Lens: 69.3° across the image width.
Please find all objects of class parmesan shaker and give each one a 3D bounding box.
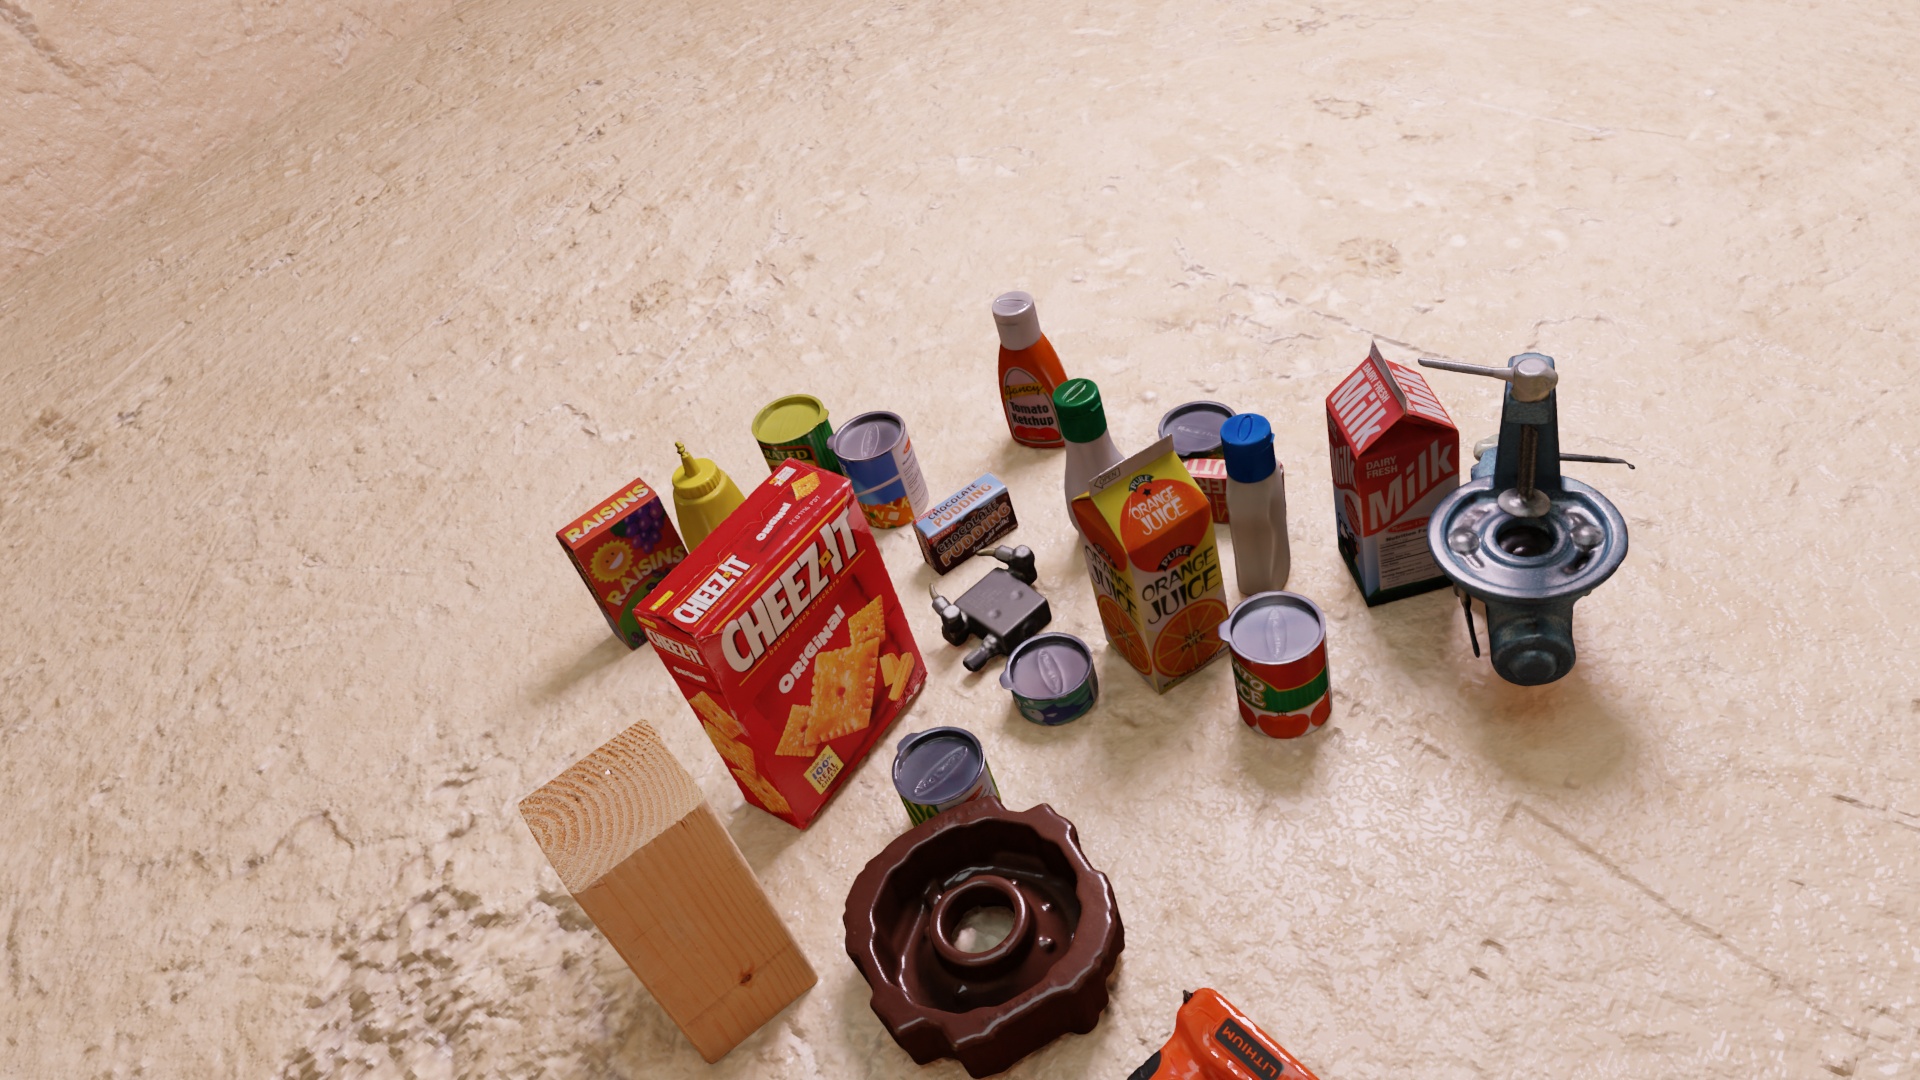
[{"bbox_3d":[-0.136,-0.071,1.241,0.071,0.102,0.072,-10,42,9],"label":"parmesan shaker"}]

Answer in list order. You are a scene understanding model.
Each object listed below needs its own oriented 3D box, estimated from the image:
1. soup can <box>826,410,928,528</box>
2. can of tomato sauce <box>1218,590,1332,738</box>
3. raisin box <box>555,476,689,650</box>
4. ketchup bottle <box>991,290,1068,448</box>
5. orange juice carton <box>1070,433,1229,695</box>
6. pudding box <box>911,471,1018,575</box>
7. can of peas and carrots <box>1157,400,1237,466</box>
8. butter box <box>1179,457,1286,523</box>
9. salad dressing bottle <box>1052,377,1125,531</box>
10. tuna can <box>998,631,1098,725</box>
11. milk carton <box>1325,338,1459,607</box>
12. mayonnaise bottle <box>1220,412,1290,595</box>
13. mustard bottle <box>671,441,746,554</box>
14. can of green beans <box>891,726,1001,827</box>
[{"bbox_3d":[-0.072,-0.062,1.223,0.071,0.083,0.072,-10,42,9],"label":"soup can"},{"bbox_3d":[0.219,0.087,0.959,0.071,0.082,0.071,-10,42,9],"label":"can of tomato sauce"},{"bbox_3d":[-0.276,0.020,1.177,0.086,0.122,0.040,-37,44,-19],"label":"raisin box"},{"bbox_3d":[0.061,-0.149,1.221,0.065,0.148,0.044,7,47,26],"label":"ketchup bottle"},{"bbox_3d":[0.136,0.012,0.987,0.072,0.191,0.073,-30,43,-13],"label":"orange juice carton"},{"bbox_3d":[0.004,-0.015,1.171,0.084,0.049,0.030,-33,43,-16],"label":"pudding box"},{"bbox_3d":[0.200,-0.072,1.156,0.071,0.058,0.071,-10,42,9],"label":"can of peas and carrots"},{"bbox_3d":[0.210,-0.040,1.121,0.103,0.053,0.024,3,46,23],"label":"butter box"},{"bbox_3d":[0.106,-0.063,1.112,0.044,0.147,0.064,25,57,38],"label":"salad dressing bottle"},{"bbox_3d":[0.066,0.104,1.033,0.071,0.032,0.071,-10,42,9],"label":"tuna can"},{"bbox_3d":[0.309,-0.049,0.992,0.073,0.189,0.073,-15,41,4],"label":"milk carton"},{"bbox_3d":[0.219,-0.028,1.034,0.041,0.147,0.065,2,45,22],"label":"mayonnaise bottle"},{"bbox_3d":[-0.207,-0.019,1.168,0.049,0.159,0.066,5,47,25],"label":"mustard bottle"},{"bbox_3d":[-0.009,0.173,0.967,0.071,0.057,0.071,-10,42,9],"label":"can of green beans"}]
